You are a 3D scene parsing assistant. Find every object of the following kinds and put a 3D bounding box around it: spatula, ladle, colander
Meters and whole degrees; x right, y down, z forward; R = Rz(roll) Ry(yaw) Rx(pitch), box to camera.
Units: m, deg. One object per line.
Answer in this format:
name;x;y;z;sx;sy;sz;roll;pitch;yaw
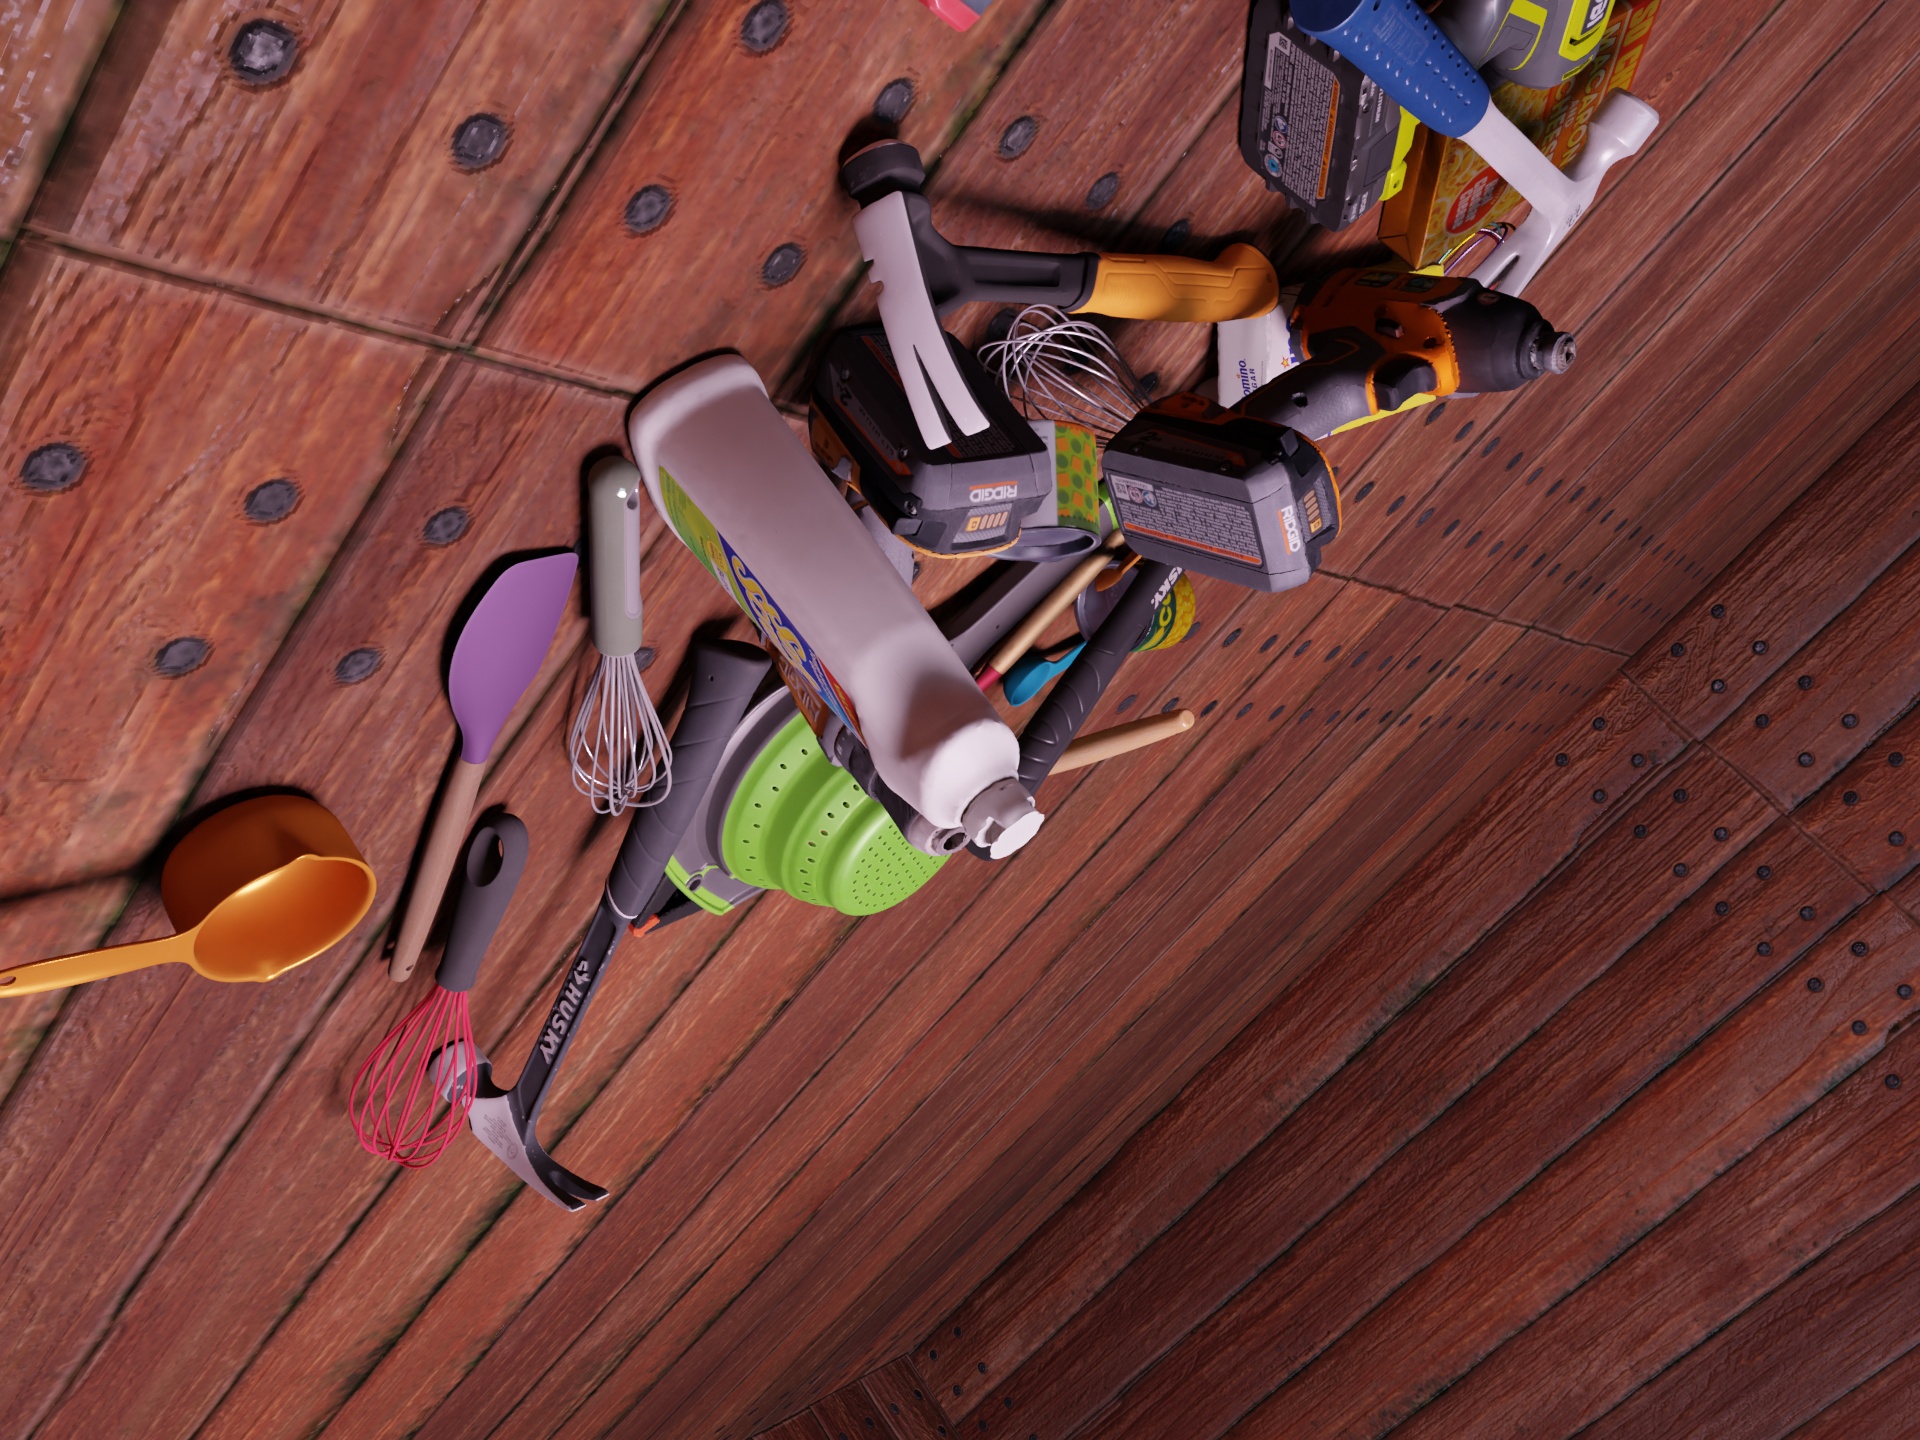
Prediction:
spatula;-0.260;0.036;0.824;0.060;0.018;0.315;-22;150;-47
ladle;0.041;-0.055;1.098;0.315;0.031;0.069;-48;159;13
colander;-0.002;-0.003;0.994;0.397;0.095;0.204;-43;152;-8

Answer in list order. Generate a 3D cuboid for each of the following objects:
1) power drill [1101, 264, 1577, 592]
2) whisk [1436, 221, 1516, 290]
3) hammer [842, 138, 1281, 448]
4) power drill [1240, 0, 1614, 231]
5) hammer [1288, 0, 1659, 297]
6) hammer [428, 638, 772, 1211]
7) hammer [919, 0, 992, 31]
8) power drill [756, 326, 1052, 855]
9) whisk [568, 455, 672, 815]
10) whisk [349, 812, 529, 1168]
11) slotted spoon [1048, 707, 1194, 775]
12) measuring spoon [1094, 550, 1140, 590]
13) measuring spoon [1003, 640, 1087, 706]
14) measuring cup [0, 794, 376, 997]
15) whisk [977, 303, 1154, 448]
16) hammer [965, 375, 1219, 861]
power drill;0.203;-0.164;0.839;0.226;0.164;0.084;-40;129;-24
whisk;0.284;-0.248;1.095;0.245;0.047;0.051;-45;157;19
hammer;0.075;-0.210;0.791;0.034;0.127;0.337;-16;-178;39
power drill;0.254;-0.369;0.796;0.228;0.080;0.190;-37;156;-12
hammer;0.249;-0.290;0.780;0.405;0.035;0.144;-6;135;-57
hammer;-0.205;0.122;0.946;0.036;0.149;0.408;-12;138;-54
hammer;0.133;-0.392;0.625;0.386;0.038;0.143;-34;155;-12
power drill;-0.028;-0.057;0.800;0.084;0.186;0.226;-13;143;-31
whisk;-0.172;-0.035;0.799;0.246;0.059;0.058;103;5;-48
whisk;-0.303;0.166;0.943;0.073;0.073;0.295;-12;138;-47
slotted spoon;0.057;0.029;1.104;0.070;0.031;0.314;-30;-175;-34
measuring spoon;0.123;-0.123;1.080;0.021;0.011;0.117;-16;-156;49
measuring spoon;0.073;-0.051;1.172;0.128;0.021;0.042;-33;157;-37
measuring cup;-0.359;0.083;0.723;0.173;0.052;0.095;-12;144;-44
whisk;0.109;-0.164;0.911;0.070;0.070;0.284;-49;144;19
hammer;0.101;-0.051;1.012;0.335;0.035;0.146;-55;146;-17
